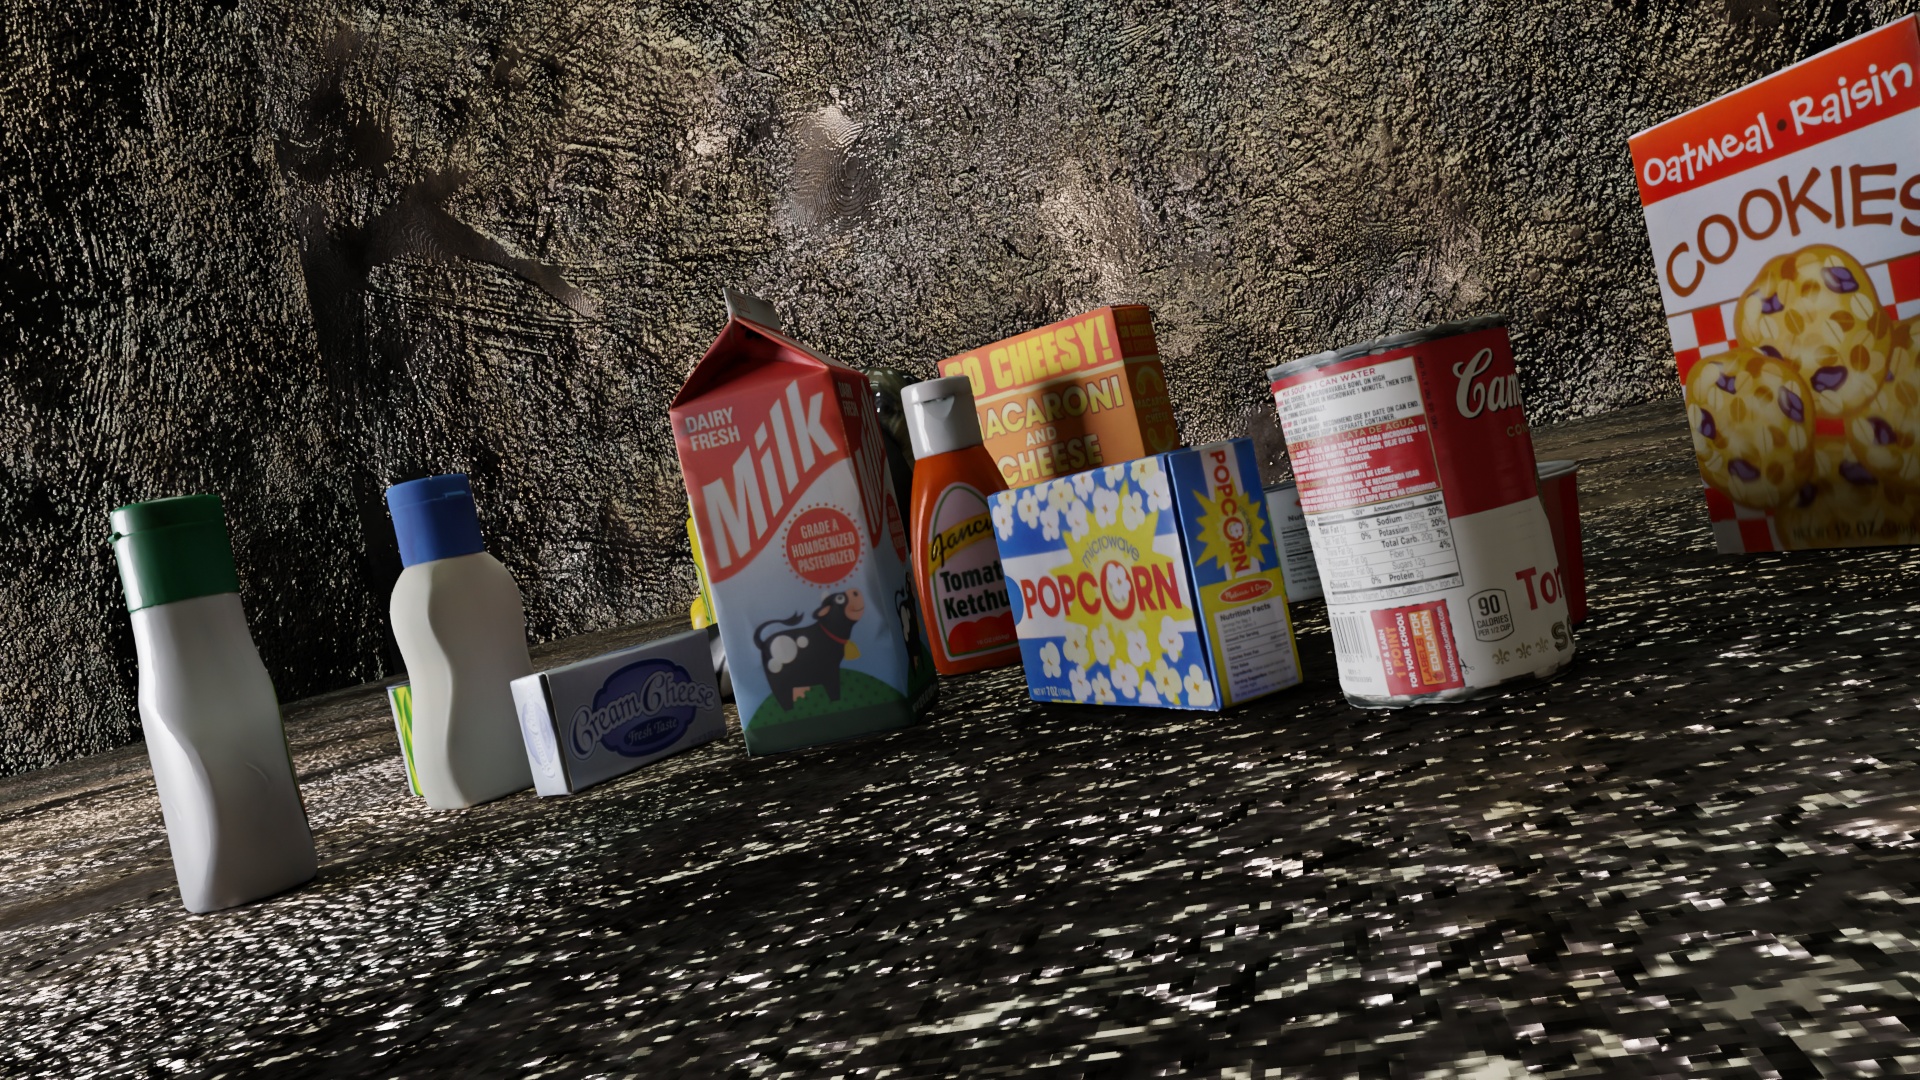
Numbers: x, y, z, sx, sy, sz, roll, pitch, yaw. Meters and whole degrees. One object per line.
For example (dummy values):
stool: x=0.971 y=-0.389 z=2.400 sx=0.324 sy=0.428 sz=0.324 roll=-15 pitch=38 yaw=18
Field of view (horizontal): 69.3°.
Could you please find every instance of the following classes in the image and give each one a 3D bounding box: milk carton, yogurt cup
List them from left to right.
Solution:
milk carton: x=-0.069 y=-0.012 z=0.595 sx=0.073 sy=0.190 sz=0.072 roll=-13 pitch=1 yaw=9
yogurt cup: x=0.178 y=0.005 z=0.471 sx=0.072 sy=0.054 sz=0.072 roll=-13 pitch=1 yaw=0

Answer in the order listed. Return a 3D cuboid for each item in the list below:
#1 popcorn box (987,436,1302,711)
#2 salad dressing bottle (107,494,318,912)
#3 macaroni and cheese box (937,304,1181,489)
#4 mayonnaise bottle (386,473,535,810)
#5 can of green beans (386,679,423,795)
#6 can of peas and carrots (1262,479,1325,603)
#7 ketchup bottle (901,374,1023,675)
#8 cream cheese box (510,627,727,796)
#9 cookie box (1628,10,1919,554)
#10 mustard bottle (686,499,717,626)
popcorn box: x=0.062 y=0.015 z=0.500 sx=0.038 sy=0.085 sz=0.126 roll=-13 pitch=1 yaw=-27
salad dressing bottle: x=-0.275 y=0.058 z=0.509 sx=0.044 sy=0.147 sz=0.064 roll=-13 pitch=1 yaw=-42
macaroni and cheese box: x=0.061 y=-0.032 z=0.755 sx=0.123 sy=0.166 sz=0.040 roll=-12 pitch=1 yaw=40
mayonnaise bottle: x=-0.229 y=0.045 z=0.640 sx=0.041 sy=0.148 sz=0.065 roll=-12 pitch=1 yaw=35
can of green beans: x=-0.257 y=0.096 z=0.721 sx=0.071 sy=0.058 sz=0.071 roll=-13 pitch=1 yaw=0
can of peas and carrots: x=0.174 y=-0.001 z=0.719 sx=0.071 sy=0.058 sz=0.071 roll=-13 pitch=1 yaw=0
ketchup bottle: x=0.003 y=-0.009 z=0.713 sx=0.065 sy=0.148 sz=0.043 roll=-13 pitch=1 yaw=0
cream cheese box: x=-0.151 y=0.076 z=0.629 sx=0.024 sy=0.053 sz=0.104 roll=-12 pitch=1 yaw=33
cookie box: x=0.309 y=-0.082 z=0.484 sx=0.040 sy=0.167 sz=0.123 roll=-13 pitch=1 yaw=-16
mustard bottle: x=-0.157 y=0.016 z=0.950 sx=0.049 sy=0.160 sz=0.065 roll=-13 pitch=1 yaw=-12
